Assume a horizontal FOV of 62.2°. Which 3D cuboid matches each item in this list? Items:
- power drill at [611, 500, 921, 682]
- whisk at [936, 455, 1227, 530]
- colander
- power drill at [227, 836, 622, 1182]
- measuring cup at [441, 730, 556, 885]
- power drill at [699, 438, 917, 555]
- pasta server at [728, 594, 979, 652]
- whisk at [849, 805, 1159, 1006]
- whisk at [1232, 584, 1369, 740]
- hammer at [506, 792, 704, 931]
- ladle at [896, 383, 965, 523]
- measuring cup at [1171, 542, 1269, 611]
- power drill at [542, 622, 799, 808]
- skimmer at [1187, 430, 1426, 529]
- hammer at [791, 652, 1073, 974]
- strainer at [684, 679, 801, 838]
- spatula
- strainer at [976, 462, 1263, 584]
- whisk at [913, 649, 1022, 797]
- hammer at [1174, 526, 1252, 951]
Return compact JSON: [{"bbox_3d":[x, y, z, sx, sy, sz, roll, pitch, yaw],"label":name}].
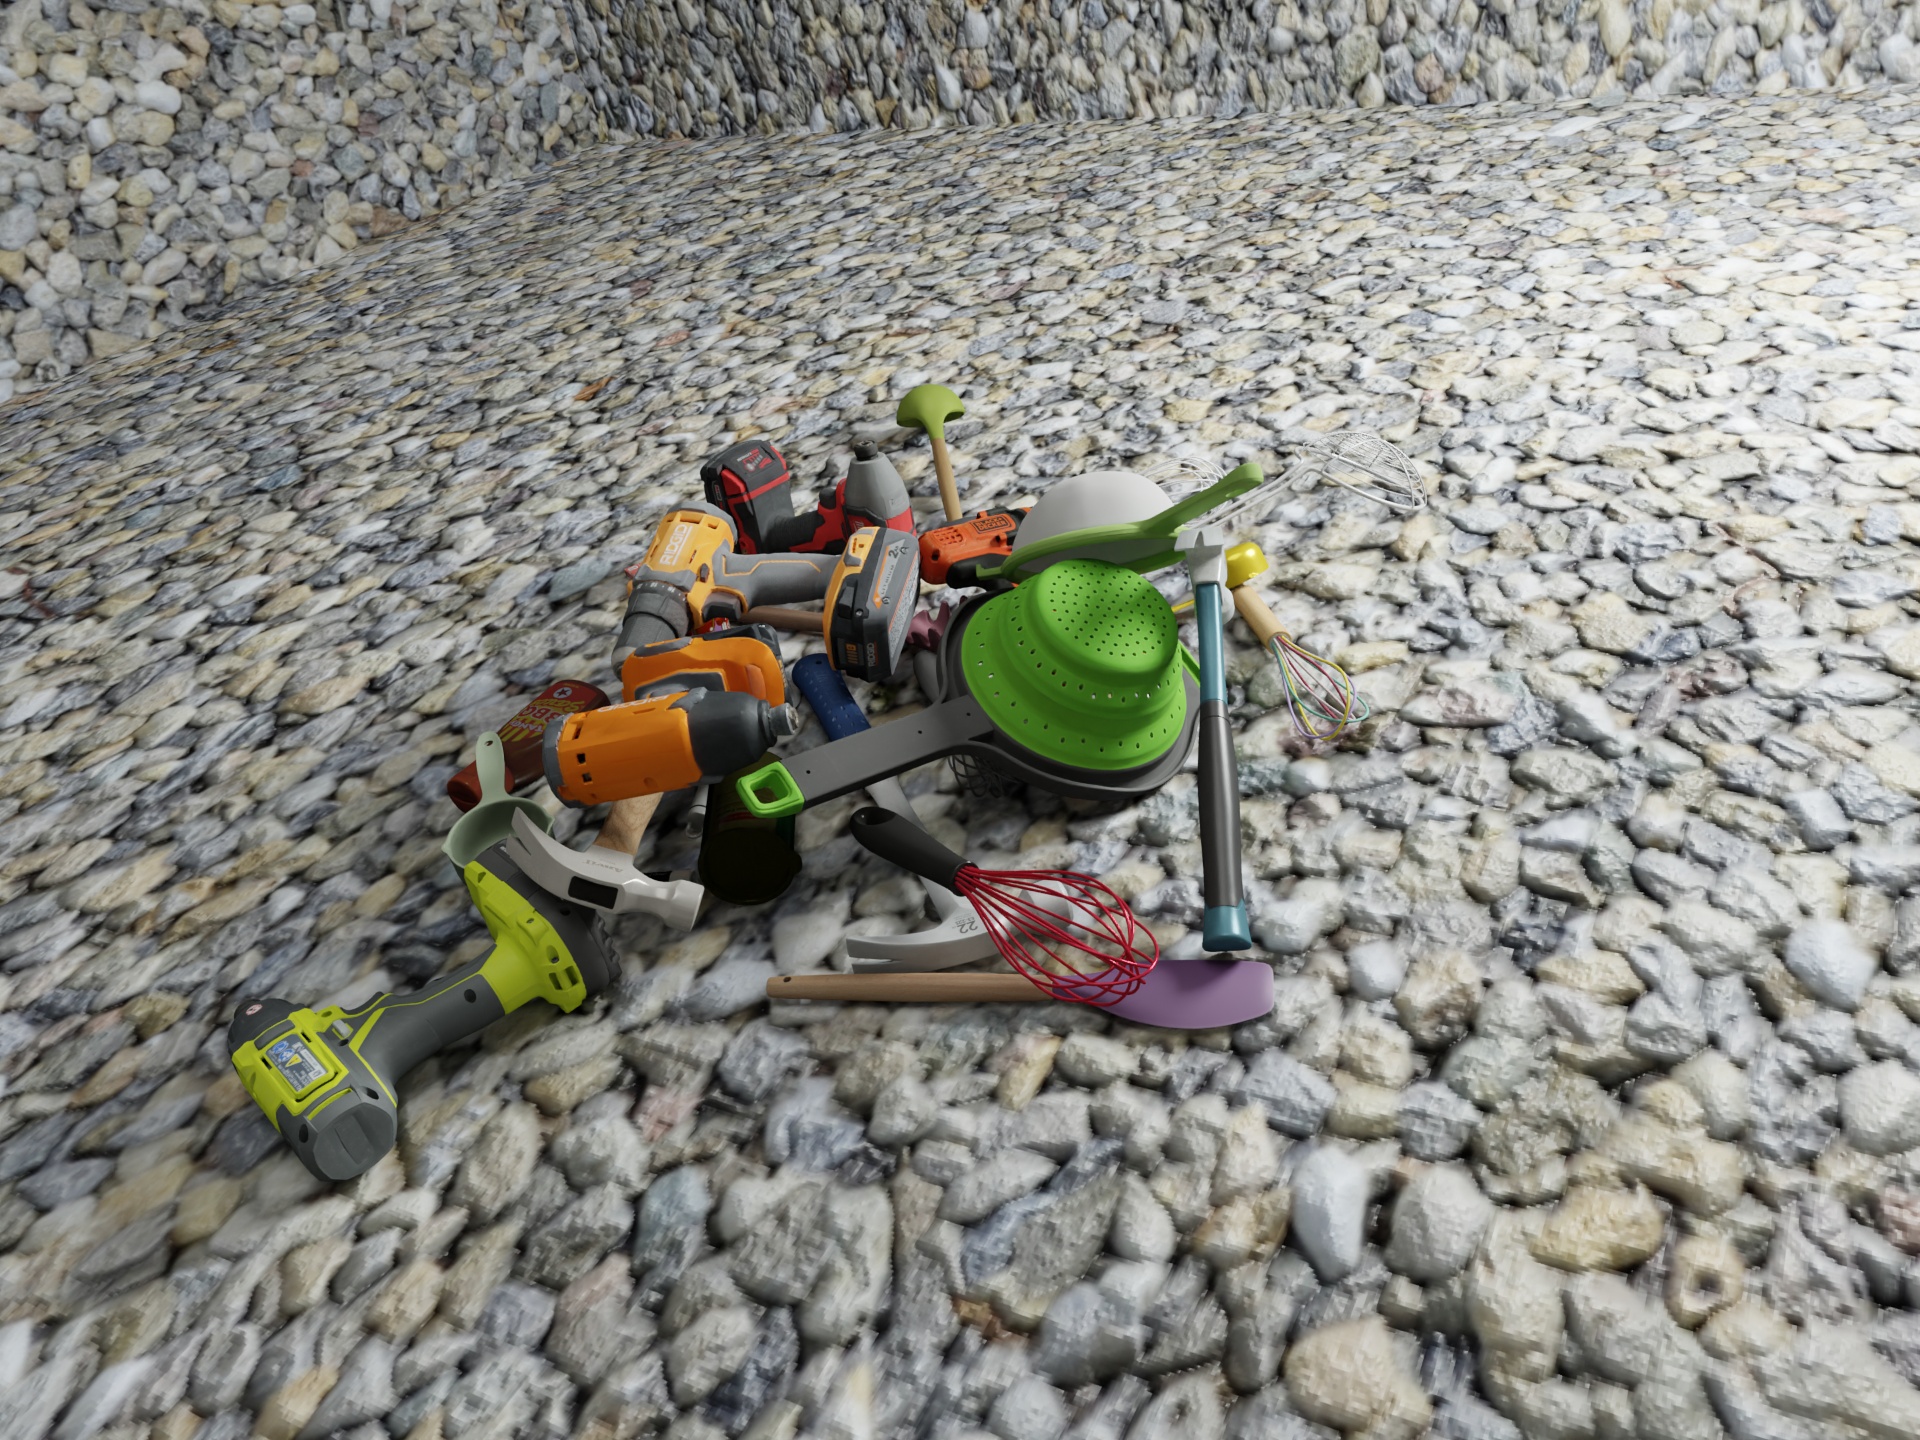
[{"bbox_3d":[-0.160,-0.090,1.281,0.226,0.084,0.185,8,49,10],"label":"power drill"},{"bbox_3d":[0.113,-0.195,1.502,0.284,0.070,0.070,-9,31,11],"label":"whisk"},{"bbox_3d":[0.027,-0.026,1.107,0.397,0.094,0.205,-20,61,-33],"label":"colander"},{"bbox_3d":[-0.348,0.175,1.020,0.223,0.080,0.171,-34,40,-29],"label":"power drill"},{"bbox_3d":[-0.348,0.069,1.204,0.083,0.038,0.168,-15,40,-10],"label":"measuring cup"},{"bbox_3d":[-0.136,-0.200,1.495,0.220,0.143,0.078,13,36,37],"label":"power drill"},{"bbox_3d":[-0.114,-0.092,1.414,0.316,0.040,0.060,8,36,29],"label":"pasta server"},{"bbox_3d":[0.015,0.104,0.981,0.073,0.073,0.296,-28,29,-27],"label":"whisk"},{"bbox_3d":[0.259,-0.055,1.243,0.051,0.047,0.245,-13,29,-2],"label":"whisk"},{"bbox_3d":[-0.235,0.058,1.134,0.130,0.031,0.331,17,15,-8],"label":"hammer"},{"bbox_3d":[-0.019,-0.269,1.677,0.078,0.062,0.320,-9,38,-1],"label":"ladle"},{"bbox_3d":[0.189,-0.112,1.351,0.156,0.029,0.062,-25,6,-13],"label":"measuring cup"},{"bbox_3d":[-0.181,-0.006,1.113,0.164,0.084,0.226,-11,14,6],"label":"power drill"},{"bbox_3d":[0.250,-0.164,1.432,0.363,0.090,0.127,-28,41,-9],"label":"skimmer"},{"bbox_3d":[-0.061,0.052,1.169,0.144,0.035,0.406,-18,32,-12],"label":"hammer"},{"bbox_3d":[-0.183,0.010,1.272,0.087,0.050,0.259,8,37,1],"label":"strainer"},{"bbox_3d":[0.032,0.166,0.977,0.316,0.018,0.060,-1,34,12],"label":"spatula"},{"bbox_3d":[0.128,-0.161,1.163,0.151,0.069,0.256,-3,-10,-31],"label":"strainer"},{"bbox_3d":[-0.001,-0.004,1.237,0.055,0.055,0.239,-15,27,-8],"label":"whisk"},{"bbox_3d":[0.170,0.006,1.060,0.033,0.128,0.331,-6,54,12],"label":"hammer"}]
